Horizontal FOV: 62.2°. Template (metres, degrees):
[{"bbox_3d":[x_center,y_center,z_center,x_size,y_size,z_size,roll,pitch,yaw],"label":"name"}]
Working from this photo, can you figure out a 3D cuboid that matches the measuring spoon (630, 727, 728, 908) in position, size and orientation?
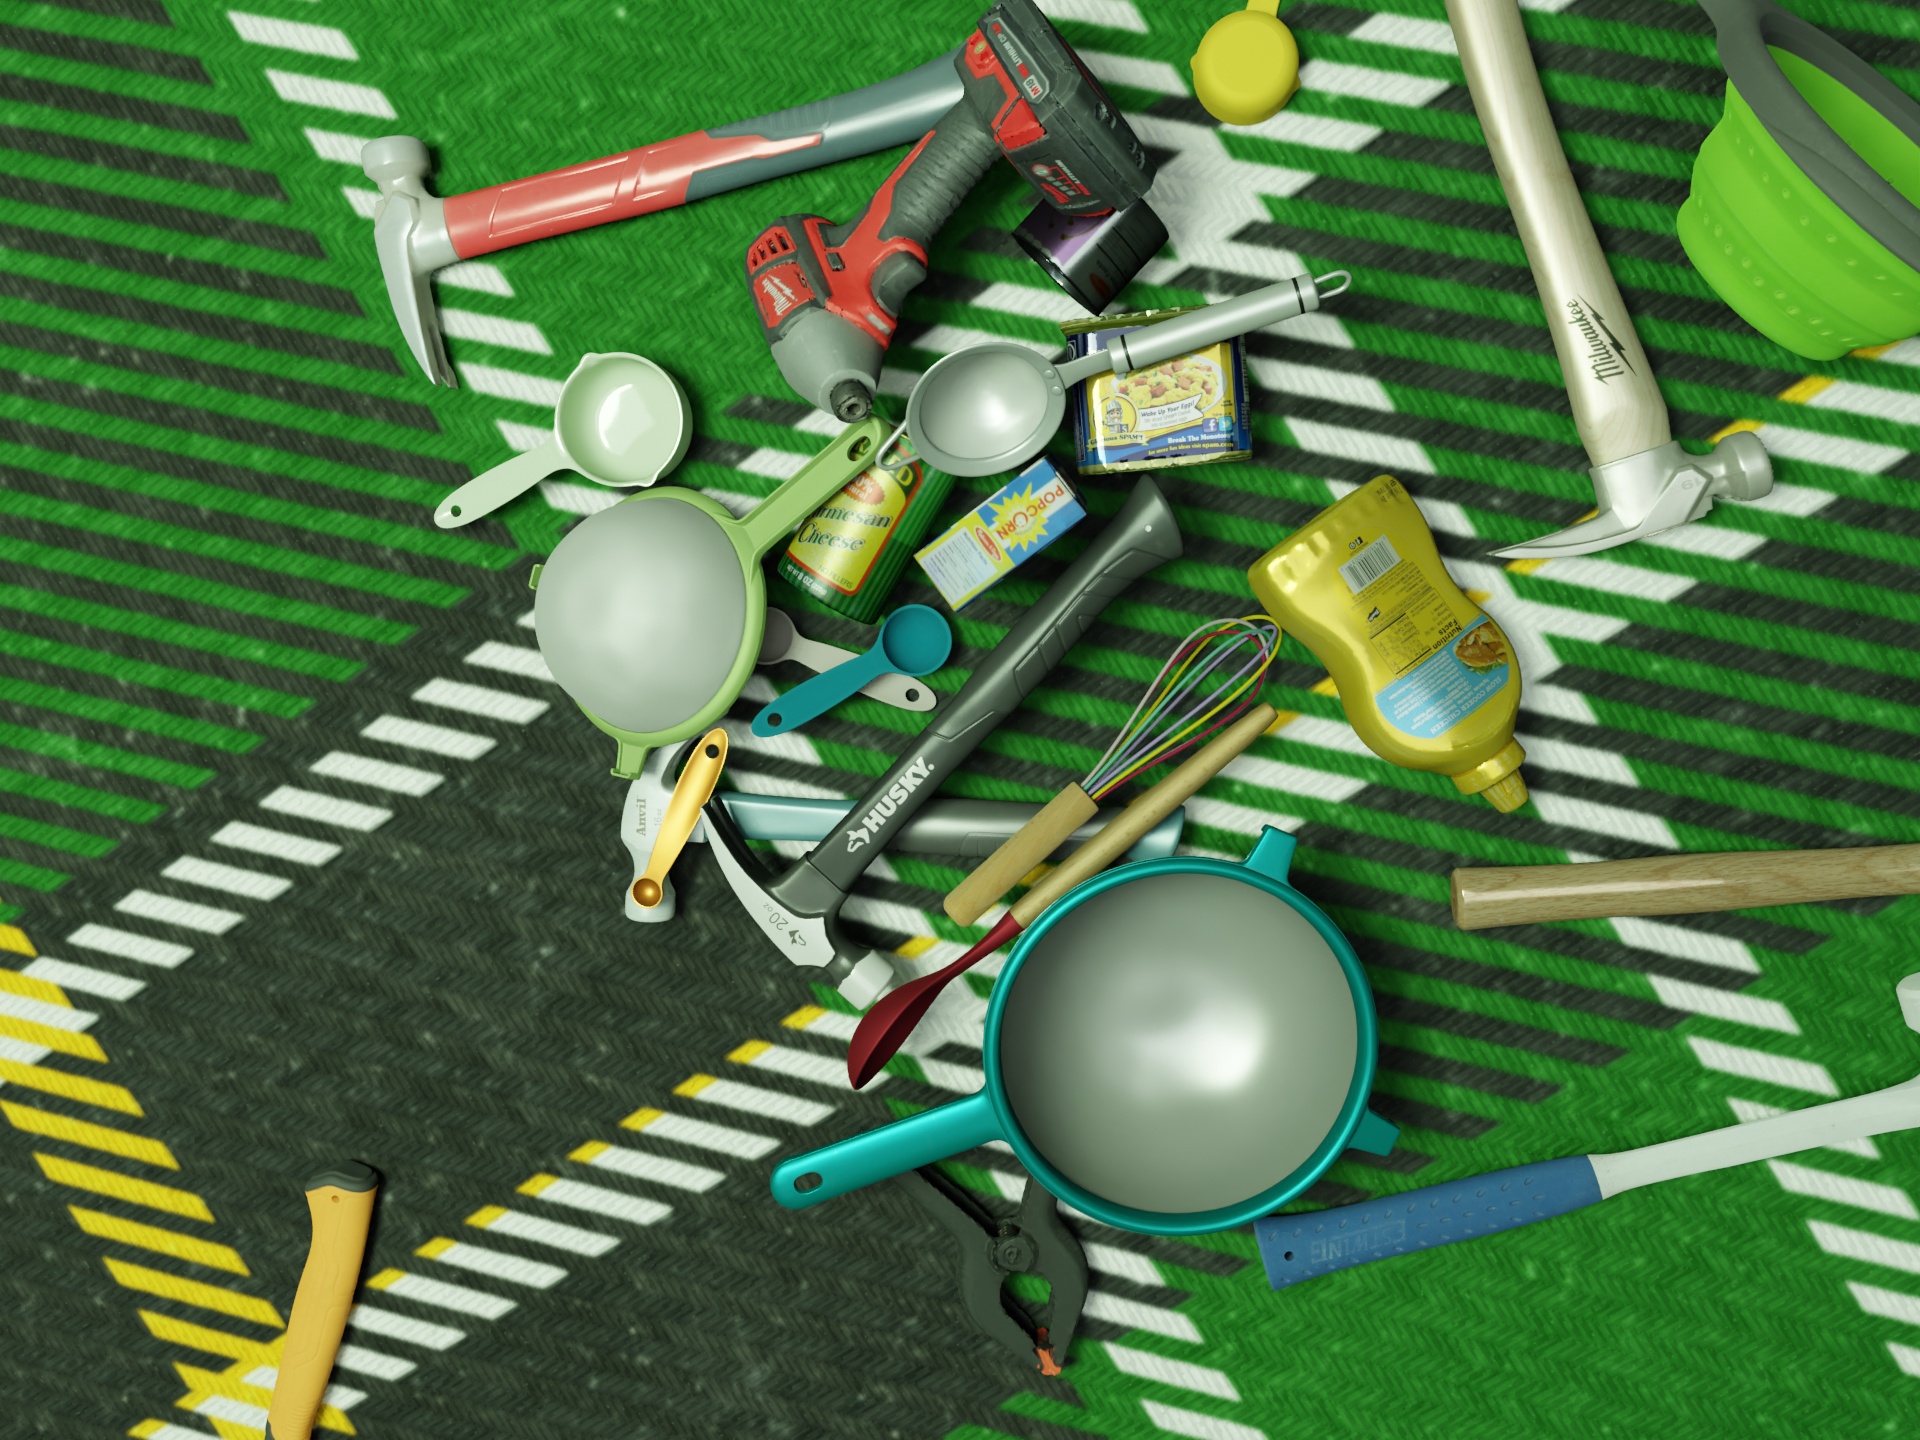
[{"bbox_3d":[-0.162,0.057,0.927,0.021,0.011,0.117,26,97,6],"label":"measuring spoon"}]

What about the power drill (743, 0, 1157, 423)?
[{"bbox_3d":[-0.016,-0.257,0.833,0.219,0.078,0.143,-37,50,20],"label":"power drill"}]

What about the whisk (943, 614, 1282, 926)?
[{"bbox_3d":[0.085,0.026,0.887,0.245,0.051,0.047,-42,63,-2],"label":"whisk"}]

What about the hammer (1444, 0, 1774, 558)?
[{"bbox_3d":[0.296,-0.291,0.847,0.146,0.038,0.410,-18,93,11],"label":"hammer"}]

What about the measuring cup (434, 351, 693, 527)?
[{"bbox_3d":[-0.233,-0.154,0.933,0.167,0.038,0.083,-26,92,12],"label":"measuring cup"}]

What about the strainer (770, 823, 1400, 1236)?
[{"bbox_3d":[0.057,0.191,0.891,0.340,0.095,0.211,-21,98,4],"label":"strainer"}]

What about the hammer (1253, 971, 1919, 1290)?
[{"bbox_3d":[0.370,0.261,0.895,0.405,0.035,0.144,-17,93,9],"label":"hammer"}]

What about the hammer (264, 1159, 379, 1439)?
[{"bbox_3d":[-0.422,0.444,1.023,0.127,0.034,0.337,17,98,6],"label":"hammer"}]

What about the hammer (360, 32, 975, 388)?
[{"bbox_3d":[-0.147,-0.300,0.905,0.386,0.038,0.143,-11,96,9],"label":"hammer"}]

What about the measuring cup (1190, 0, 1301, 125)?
[{"bbox_3d":[0.167,-0.402,0.855,0.062,0.029,0.156,15,99,6],"label":"measuring cup"}]

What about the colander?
[{"bbox_3d":[0.381,-0.311,0.803,0.397,0.204,0.094,55,135,15],"label":"colander"}]

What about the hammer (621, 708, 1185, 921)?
[{"bbox_3d":[-0.036,0.062,0.931,0.331,0.033,0.128,2,97,7],"label":"hammer"}]

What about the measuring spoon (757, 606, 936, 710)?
[{"bbox_3d":[-0.072,-0.032,0.938,0.124,0.018,0.034,22,83,-2],"label":"measuring spoon"}]

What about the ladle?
[{"bbox_3d":[0.052,0.095,0.885,0.315,0.069,0.031,-41,77,6],"label":"ladle"}]

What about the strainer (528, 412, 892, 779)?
[{"bbox_3d":[-0.148,-0.090,0.870,0.256,0.069,0.152,-36,70,23],"label":"strainer"}]

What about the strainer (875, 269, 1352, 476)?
[{"bbox_3d":[0.075,-0.187,0.826,0.258,0.086,0.050,-16,50,12],"label":"strainer"}]

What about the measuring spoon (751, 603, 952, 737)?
[{"bbox_3d":[-0.063,-0.024,0.922,0.128,0.021,0.042,-29,84,-1],"label":"measuring spoon"}]

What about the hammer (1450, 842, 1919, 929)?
[{"bbox_3d":[0.440,0.084,0.869,0.331,0.031,0.130,-5,96,8],"label":"hammer"}]

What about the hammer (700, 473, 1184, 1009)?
[{"bbox_3d":[-0.001,-0.003,0.883,0.146,0.035,0.334,42,101,0],"label":"hammer"}]
